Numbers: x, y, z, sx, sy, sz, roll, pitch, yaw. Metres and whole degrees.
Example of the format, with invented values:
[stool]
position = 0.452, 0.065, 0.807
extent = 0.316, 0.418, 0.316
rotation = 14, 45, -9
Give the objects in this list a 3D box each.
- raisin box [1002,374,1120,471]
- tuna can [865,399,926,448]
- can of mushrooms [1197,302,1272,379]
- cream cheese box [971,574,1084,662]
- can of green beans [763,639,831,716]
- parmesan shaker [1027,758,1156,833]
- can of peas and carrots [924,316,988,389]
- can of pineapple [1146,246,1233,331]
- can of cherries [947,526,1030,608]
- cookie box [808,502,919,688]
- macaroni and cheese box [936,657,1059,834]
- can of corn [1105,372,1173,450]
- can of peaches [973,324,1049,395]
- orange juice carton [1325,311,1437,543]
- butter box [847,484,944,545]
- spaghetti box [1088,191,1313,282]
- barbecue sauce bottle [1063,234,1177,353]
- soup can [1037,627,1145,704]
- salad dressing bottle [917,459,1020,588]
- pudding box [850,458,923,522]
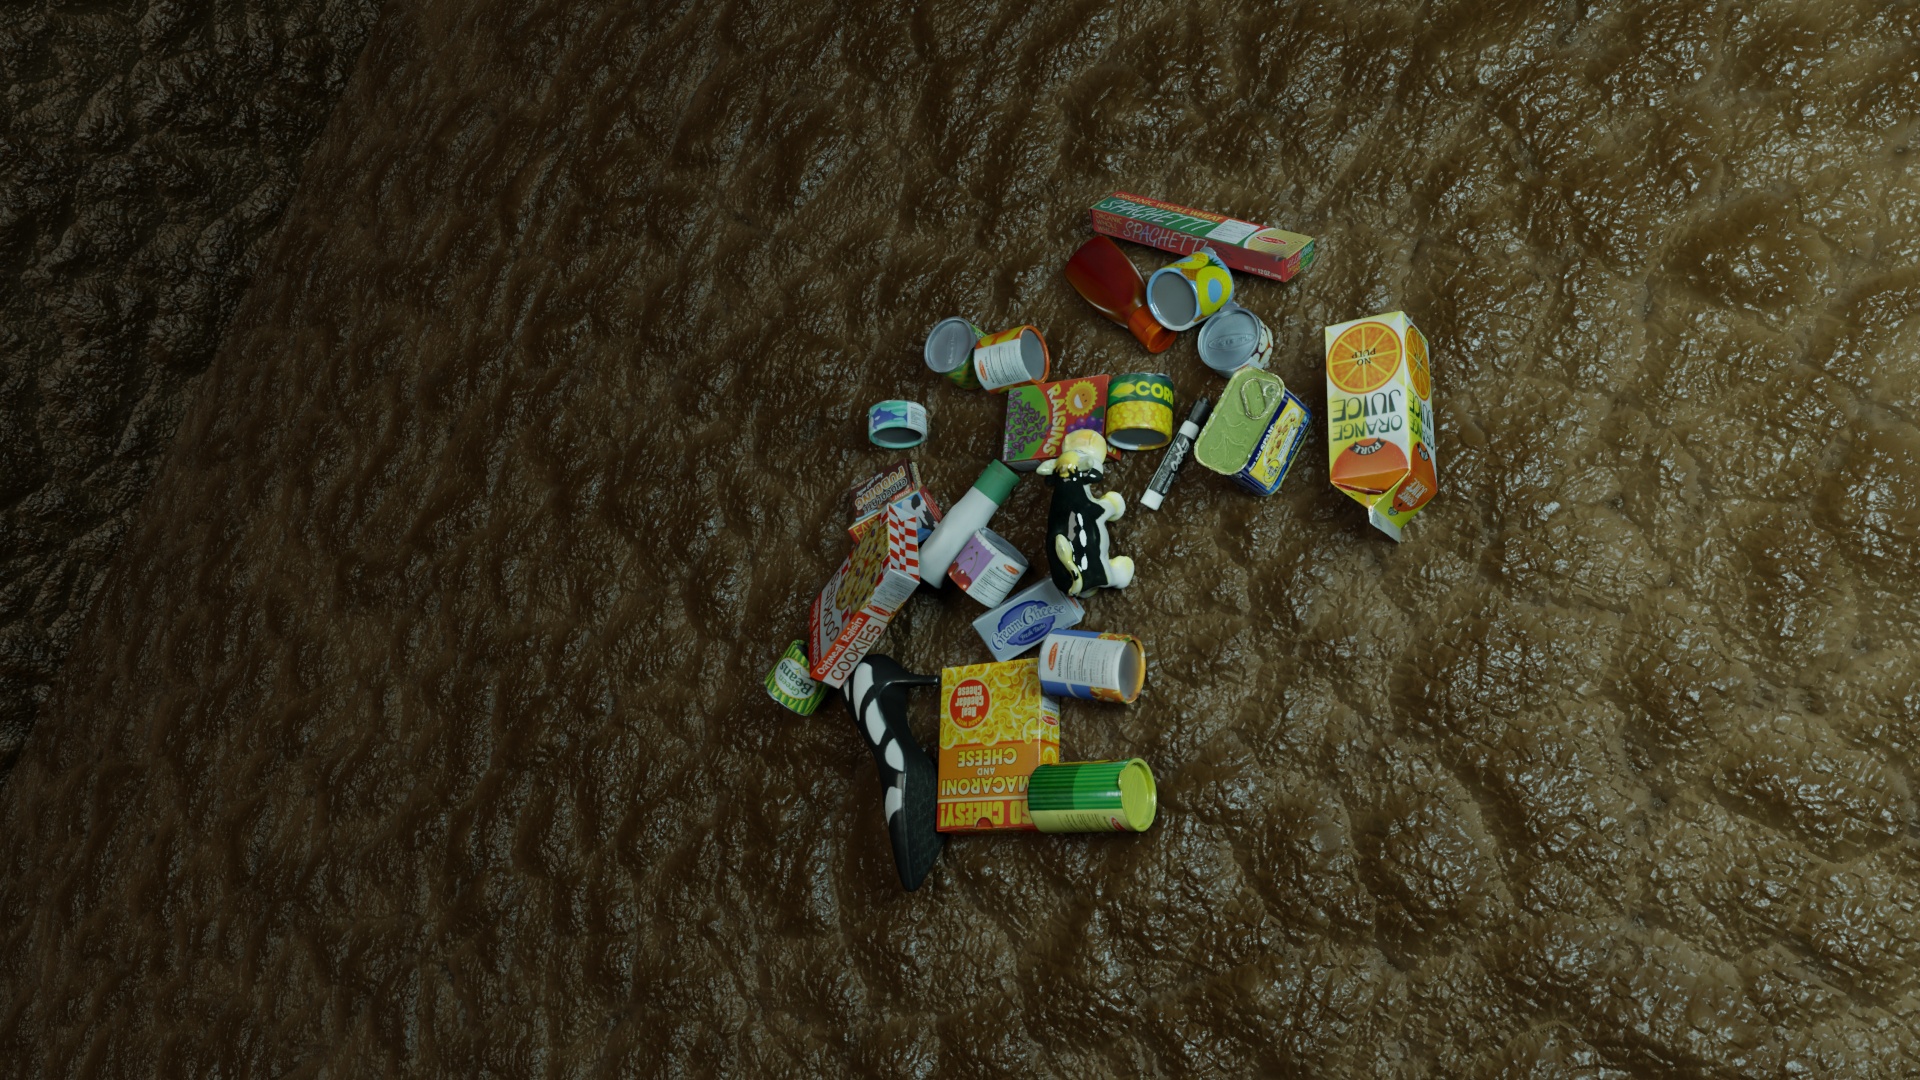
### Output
[raisin box]
position = 0.108, -0.121, 1.451
extent = 0.123, 0.040, 0.086
rotation = -5, 72, 36
[tuna can]
position = -0.074, -0.130, 1.568
extent = 0.071, 0.071, 0.033
rotation = -14, 67, 32
[can of mushrooms]
position = 0.270, -0.195, 1.362
extent = 0.071, 0.033, 0.071
rotation = -13, 67, 33
[cream cheese box]
position = 0.068, 0.079, 1.403
extent = 0.103, 0.024, 0.053
rotation = -31, 96, 24
[can of green beans]
position = -0.175, 0.152, 1.544
extent = 0.057, 0.071, 0.071
rotation = -53, 52, 9
[parmesan shaker]
position = 0.121, 0.237, 1.295
extent = 0.103, 0.071, 0.071
rotation = -9, 69, 34
[can of peas and carrots]
position = 0.005, -0.208, 1.544
extent = 0.071, 0.058, 0.071
rotation = -12, 68, 32
[can of pineapple]
position = 0.227, -0.249, 1.377
extent = 0.071, 0.058, 0.070
rotation = 28, 133, 36
[can of cherries]
position = 0.028, 0.027, 1.441
extent = 0.058, 0.071, 0.072
rotation = -53, 52, 11
[cookie box]
position = -0.106, 0.059, 1.490
extent = 0.166, 0.040, 0.123
rotation = -52, 24, 27
[macaroni and cheese box]
position = 0.037, 0.206, 1.386
extent = 0.123, 0.040, 0.167
rotation = -11, 68, 34
[can of corn]
position = 0.180, -0.128, 1.381
extent = 0.071, 0.071, 0.058
rotation = -8, 69, 34
[can of peaches]
position = 0.057, -0.195, 1.499
extent = 0.058, 0.071, 0.071
rotation = -11, 68, 33
[orange juice carton]
position = 0.372, -0.097, 1.228
extent = 0.073, 0.072, 0.193
rotation = -10, 68, 34
[butter box]
position = -0.070, -0.016, 1.536
extent = 0.103, 0.024, 0.053
rotation = -28, 99, 26
[spaghetti box]
position = 0.240, -0.313, 1.413
extent = 0.050, 0.028, 0.250
rotation = -36, 43, -30
[barbecue sauce bottle]
position = 0.170, -0.254, 1.449
extent = 0.064, 0.043, 0.149
rotation = -44, 54, 13
[soup can]
position = 0.128, 0.121, 1.334
extent = 0.084, 0.071, 0.071
rotation = 3, 76, 32
[salad dressing bottle]
position = 0.005, -0.019, 1.480
extent = 0.044, 0.064, 0.147
rotation = 38, 92, 0
[pudding box]
position = -0.082, -0.052, 1.571
extent = 0.083, 0.030, 0.050
rotation = -26, 62, 27
